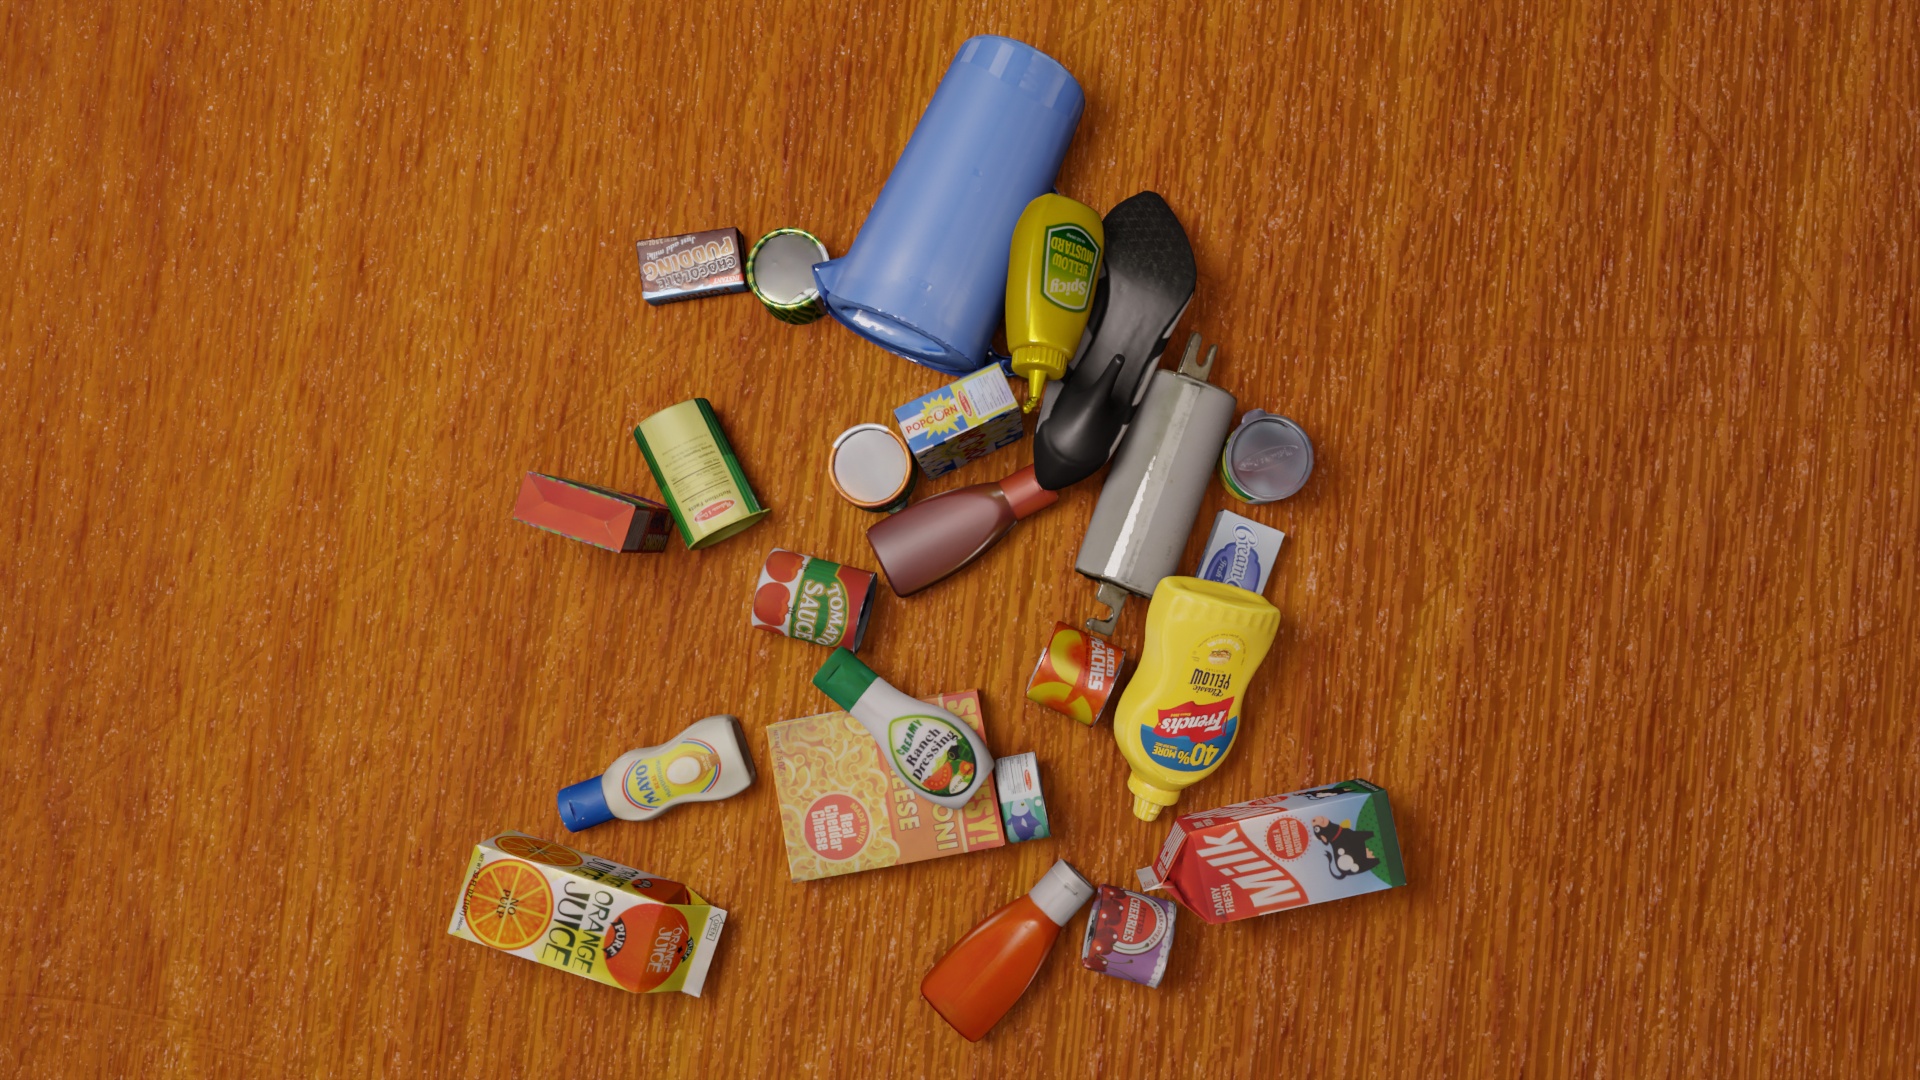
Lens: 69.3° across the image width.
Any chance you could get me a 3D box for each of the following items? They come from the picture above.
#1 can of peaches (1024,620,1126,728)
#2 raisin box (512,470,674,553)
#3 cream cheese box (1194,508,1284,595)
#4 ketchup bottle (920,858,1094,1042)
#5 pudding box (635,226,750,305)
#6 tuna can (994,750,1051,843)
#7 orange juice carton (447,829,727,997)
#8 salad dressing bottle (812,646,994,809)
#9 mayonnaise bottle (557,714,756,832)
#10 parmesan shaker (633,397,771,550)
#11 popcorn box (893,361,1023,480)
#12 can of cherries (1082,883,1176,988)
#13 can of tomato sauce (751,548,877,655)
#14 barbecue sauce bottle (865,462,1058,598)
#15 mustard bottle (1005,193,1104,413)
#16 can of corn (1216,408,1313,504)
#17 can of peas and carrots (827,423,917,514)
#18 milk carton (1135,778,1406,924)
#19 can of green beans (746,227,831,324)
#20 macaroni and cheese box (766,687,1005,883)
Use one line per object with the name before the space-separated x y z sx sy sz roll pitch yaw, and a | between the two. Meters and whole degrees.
can of peaches | 0.088 0.101 1.068 0.058 0.071 0.071 24 88 4
raisin box | -0.276 -0.021 1.060 0.086 0.123 0.040 17 90 3
cream cheese box | 0.212 0.032 1.091 0.053 0.024 0.104 21 88 1
ketchup bottle | 0.040 0.312 1.071 0.065 0.043 0.149 44 89 2
pudding box | -0.215 -0.220 1.115 0.084 0.030 0.049 -8 88 2
tuna can | 0.048 0.199 1.068 0.033 0.071 0.071 -11 87 2
orange juice carton | -0.281 0.289 1.068 0.193 0.073 0.072 17 88 2
salad dressing bottle | -0.044 0.139 1.043 0.148 0.044 0.064 38 90 5
mayonnaise bottle | -0.239 0.188 1.088 0.148 0.041 0.065 -20 88 0
parmesan shaker | -0.202 -0.053 1.089 0.071 0.071 0.103 -27 86 0
popcorn box | 0.001 -0.088 1.053 0.085 0.126 0.038 -24 82 1
can of cherries | 0.128 0.299 1.056 0.058 0.071 0.071 15 88 3
can of tomato sauce | -0.113 0.047 1.078 0.083 0.071 0.071 14 88 3
barbecue sauce bottle | 0.004 -0.014 1.091 0.148 0.043 0.065 -27 87 0
mustard bottle | 0.064 -0.168 1.004 0.065 0.048 0.160 14 76 -26
can of corn | 0.234 -0.064 1.079 0.071 0.058 0.071 0 87 2
can of peas and carrots | -0.067 -0.054 1.087 0.071 0.058 0.071 0 87 2
milk carton | 0.229 0.239 1.055 0.191 0.072 0.073 -12 87 1
can of green beans | -0.132 -0.209 1.098 0.071 0.058 0.071 0 87 2
macaroni and cheese box | -0.057 0.189 1.083 0.166 0.040 0.123 -10 86 2
